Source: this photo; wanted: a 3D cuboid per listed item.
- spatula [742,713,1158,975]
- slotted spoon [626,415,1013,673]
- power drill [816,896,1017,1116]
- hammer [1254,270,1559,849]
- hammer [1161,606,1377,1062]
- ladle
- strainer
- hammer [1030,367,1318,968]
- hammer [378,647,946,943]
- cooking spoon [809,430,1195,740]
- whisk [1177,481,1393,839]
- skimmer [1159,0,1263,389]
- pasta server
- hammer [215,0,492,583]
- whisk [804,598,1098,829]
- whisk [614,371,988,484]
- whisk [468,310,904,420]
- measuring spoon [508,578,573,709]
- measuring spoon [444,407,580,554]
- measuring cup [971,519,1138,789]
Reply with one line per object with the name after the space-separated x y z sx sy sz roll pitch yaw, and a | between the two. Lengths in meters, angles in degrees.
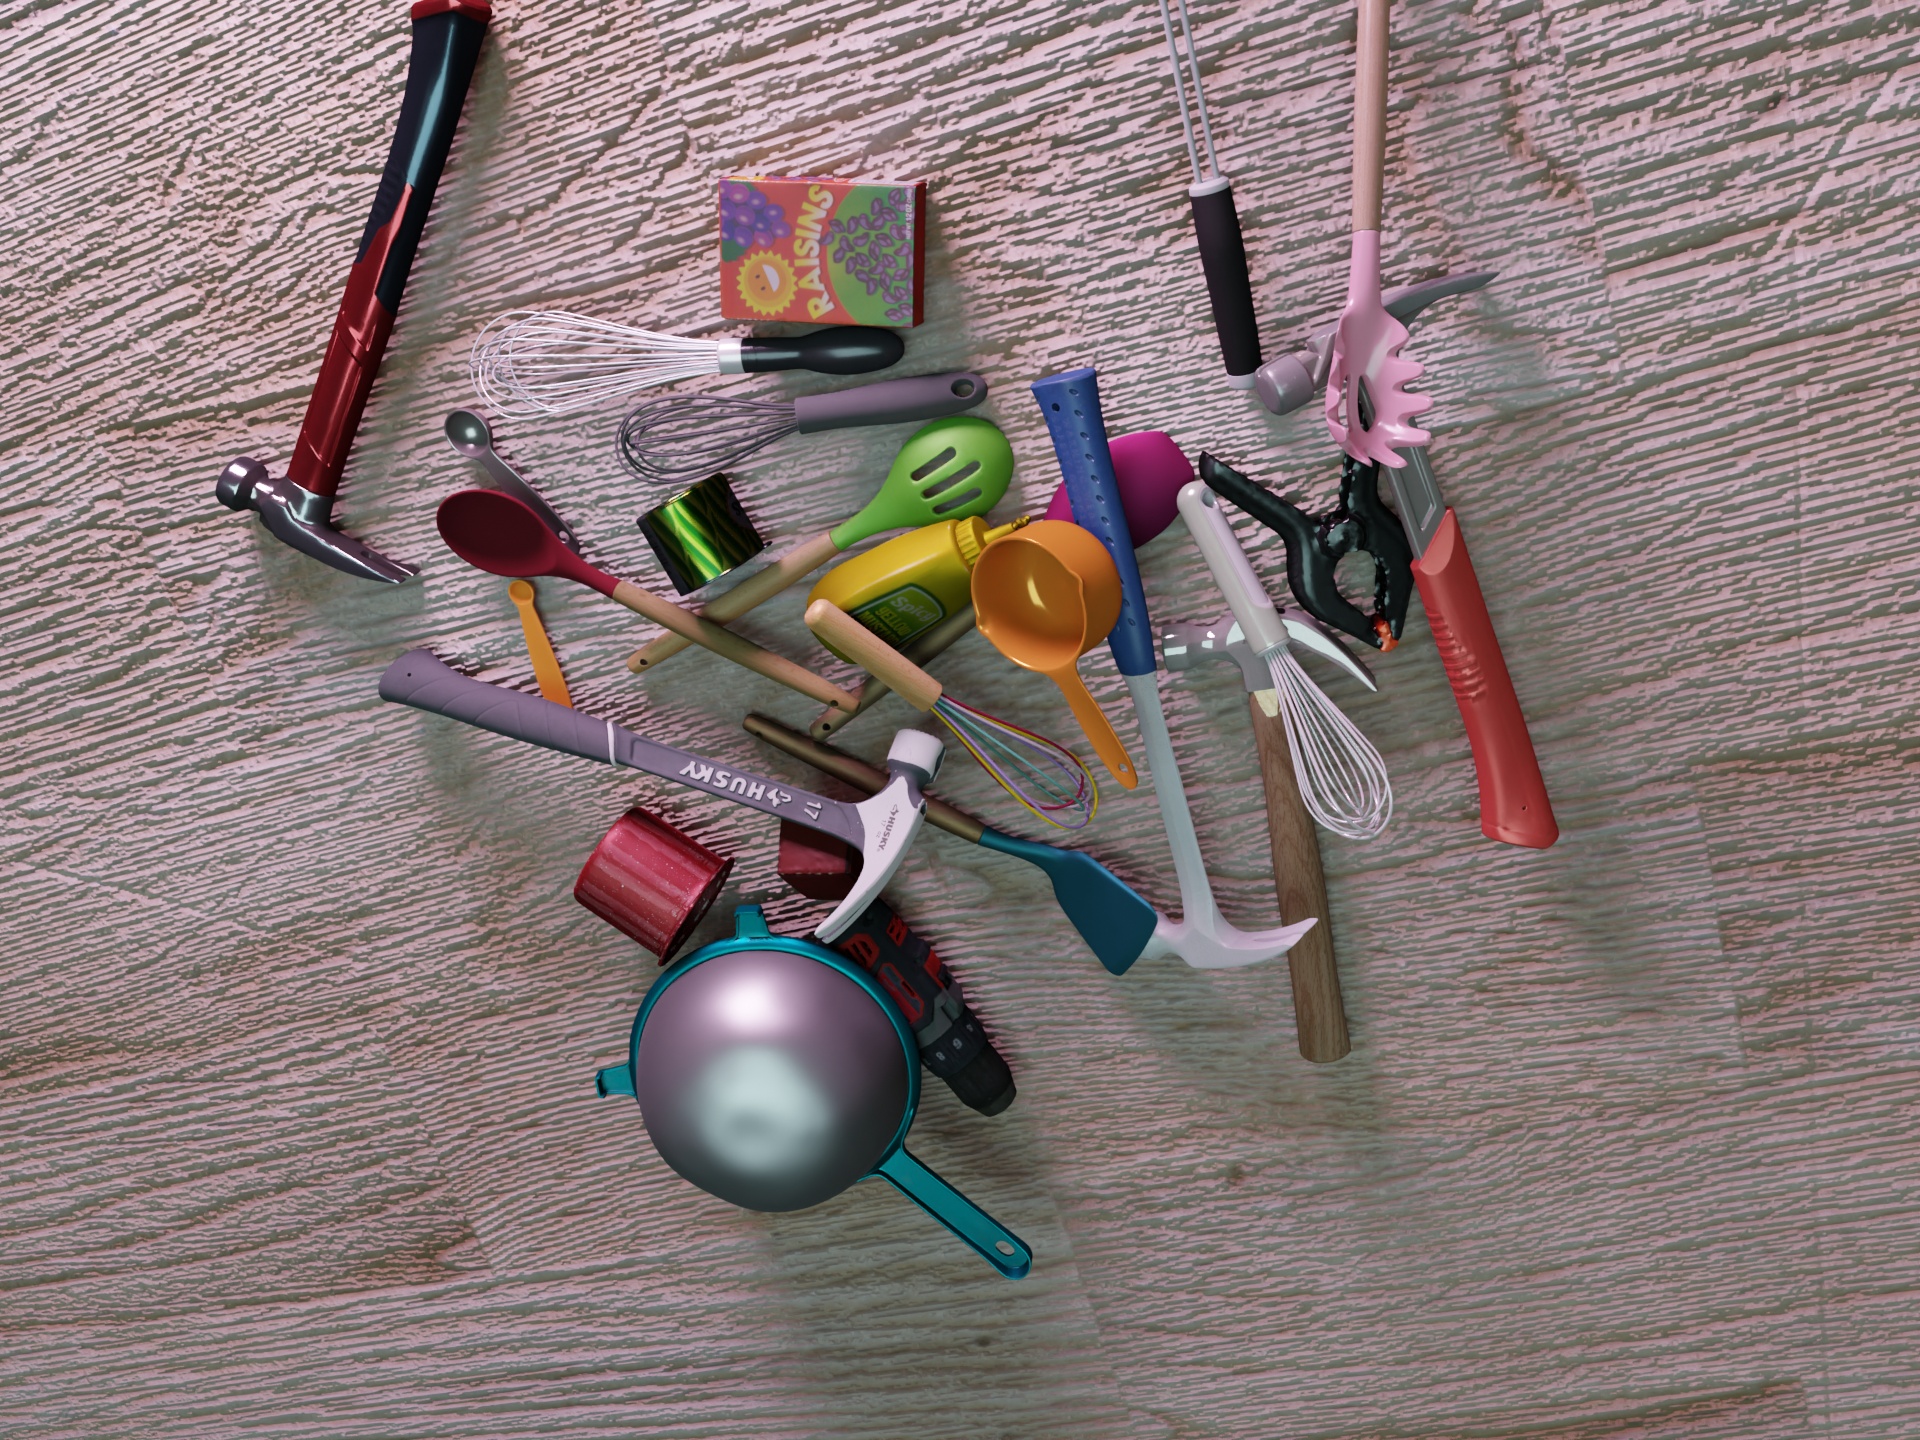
-0.012 0.074 1.102 0.317 0.044 0.082 26 138 2 | spatula
-0.102 -0.106 1.060 0.314 0.031 0.070 -28 111 21 | slotted spoon
-0.088 0.253 1.172 0.226 0.080 0.188 -35 101 18 | power drill
0.306 -0.082 0.967 0.149 0.037 0.359 -27 108 -4 | hammer
0.226 0.082 1.066 0.130 0.031 0.331 -8 109 14 | hammer
-0.209 -0.077 1.073 0.315 0.031 0.069 26 132 5 | ladle
-0.087 0.301 1.099 0.340 0.095 0.211 39 107 -6 | strainer
0.121 -0.022 1.012 0.144 0.035 0.405 0 113 42 | hammer
-0.221 0.027 1.085 0.409 0.036 0.149 16 75 16 | hammer
0.018 -0.079 1.051 0.319 0.017 0.068 -37 100 20 | cooking spoon
0.197 -0.038 0.982 0.059 0.058 0.246 -32 82 47 | whisk
0.130 -0.373 0.910 0.127 0.090 0.363 -11 118 12 | skimmer
0.228 -0.297 0.871 0.060 0.040 0.316 0 94 -19 | pasta server
-0.369 -0.276 1.040 0.143 0.038 0.386 28 114 -2 | hammer
-0.001 -0.005 1.044 0.244 0.051 0.047 36 92 -21 | whisk
-0.100 -0.190 1.005 0.239 0.055 0.055 -9 109 3 | whisk
-0.176 -0.229 1.014 0.284 0.070 0.070 -1 111 7 | whisk
-0.295 -0.047 1.131 0.021 0.011 0.116 -6 113 19 | measuring spoon
-0.301 -0.164 1.086 0.034 0.018 0.124 -30 110 32 | measuring spoon
0.076 -0.042 0.977 0.095 0.052 0.173 -23 98 48 | measuring cup
